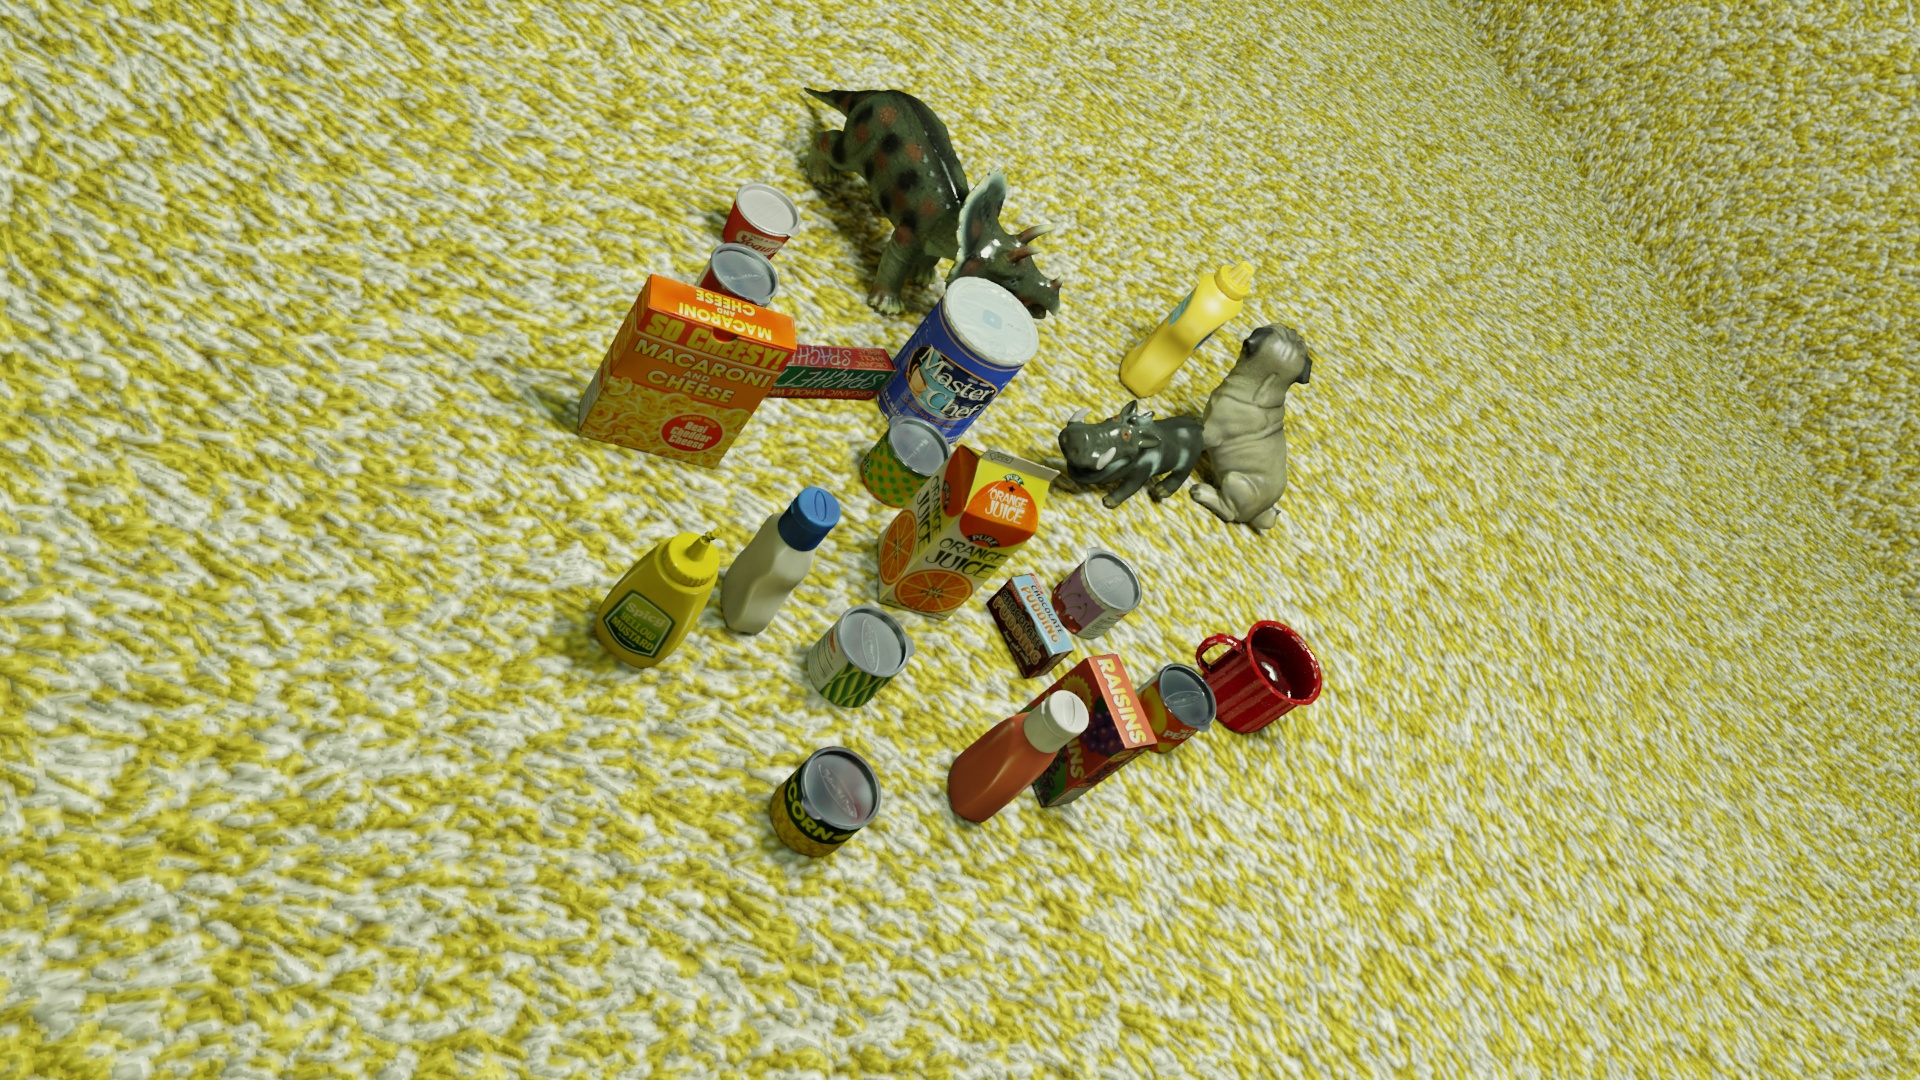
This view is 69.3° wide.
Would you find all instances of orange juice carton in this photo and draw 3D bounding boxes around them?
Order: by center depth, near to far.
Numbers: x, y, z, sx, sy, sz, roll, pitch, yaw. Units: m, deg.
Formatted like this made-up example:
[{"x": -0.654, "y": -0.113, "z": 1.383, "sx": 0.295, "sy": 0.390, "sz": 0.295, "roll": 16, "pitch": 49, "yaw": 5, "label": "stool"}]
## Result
[{"x": 0.004, "y": -0.015, "z": 1.185, "sx": 0.072, "sy": 0.191, "sz": 0.073, "roll": 17, "pitch": 49, "yaw": -26, "label": "orange juice carton"}]

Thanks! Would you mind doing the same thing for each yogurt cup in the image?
[{"x": -0.198, "y": -0.309, "z": 1.366, "sx": 0.072, "sy": 0.053, "sz": 0.073, "roll": 20, "pitch": 48, "yaw": -24, "label": "yogurt cup"}]

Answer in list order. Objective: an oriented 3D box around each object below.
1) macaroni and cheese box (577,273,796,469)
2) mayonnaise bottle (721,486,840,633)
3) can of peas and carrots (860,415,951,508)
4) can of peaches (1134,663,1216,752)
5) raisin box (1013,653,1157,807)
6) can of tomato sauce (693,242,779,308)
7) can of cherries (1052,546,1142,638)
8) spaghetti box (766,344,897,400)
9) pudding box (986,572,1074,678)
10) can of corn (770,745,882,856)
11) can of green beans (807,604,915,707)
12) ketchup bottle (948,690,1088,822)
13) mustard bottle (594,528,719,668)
[{"x": -0.223, "y": -0.132, "z": 1.127, "sx": 0.124, "sy": 0.165, "sz": 0.040, "roll": 14, "pitch": 51, "yaw": -28, "label": "macaroni and cheese box"}, {"x": -0.142, "y": 0.013, "z": 1.088, "sx": 0.041, "sy": 0.147, "sz": 0.065, "roll": 13, "pitch": 51, "yaw": -29, "label": "mayonnaise bottle"}, {"x": -0.053, "y": -0.074, "z": 1.286, "sx": 0.071, "sy": 0.058, "sz": 0.071, "roll": 20, "pitch": 48, "yaw": -24, "label": "can of peas and carrots"}, {"x": 0.195, "y": 0.158, "z": 1.290, "sx": 0.071, "sy": 0.057, "sz": 0.071, "roll": 20, "pitch": 48, "yaw": -24, "label": "can of peaches"}, {"x": 0.101, "y": 0.161, "z": 1.170, "sx": 0.040, "sy": 0.122, "sz": 0.086, "roll": -1, "pitch": 59, "yaw": -37, "label": "raisin box"}, {"x": -0.211, "y": -0.216, "z": 1.263, "sx": 0.071, "sy": 0.082, "sz": 0.071, "roll": 20, "pitch": 48, "yaw": -24, "label": "can of tomato sauce"}, {"x": 0.129, "y": 0.050, "z": 1.325, "sx": 0.071, "sy": 0.058, "sz": 0.072, "roll": 20, "pitch": 48, "yaw": -24, "label": "can of cherries"}, {"x": -0.174, "y": -0.155, "z": 1.266, "sx": 0.251, "sy": 0.050, "sz": 0.029, "roll": -3, "pitch": 60, "yaw": -38, "label": "spaghetti box"}, {"x": 0.063, "y": 0.077, "z": 1.262, "sx": 0.030, "sy": 0.049, "sz": 0.084, "roll": -9, "pitch": 64, "yaw": -41, "label": "pudding box"}, {"x": -0.103, "y": 0.197, "z": 1.039, "sx": 0.071, "sy": 0.058, "sz": 0.071, "roll": 20, "pitch": 48, "yaw": -24, "label": "can of corn"}, {"x": -0.084, "y": 0.095, "z": 1.133, "sx": 0.071, "sy": 0.057, "sz": 0.071, "roll": 20, "pitch": 48, "yaw": -24, "label": "can of green beans"}, {"x": 0.045, "y": 0.168, "z": 1.105, "sx": 0.043, "sy": 0.148, "sz": 0.065, "roll": 24, "pitch": 46, "yaw": -20, "label": "ketchup bottle"}, {"x": -0.213, "y": 0.035, "z": 1.009, "sx": 0.065, "sy": 0.159, "sz": 0.049, "roll": 37, "pitch": 43, "yaw": -7, "label": "mustard bottle"}]
